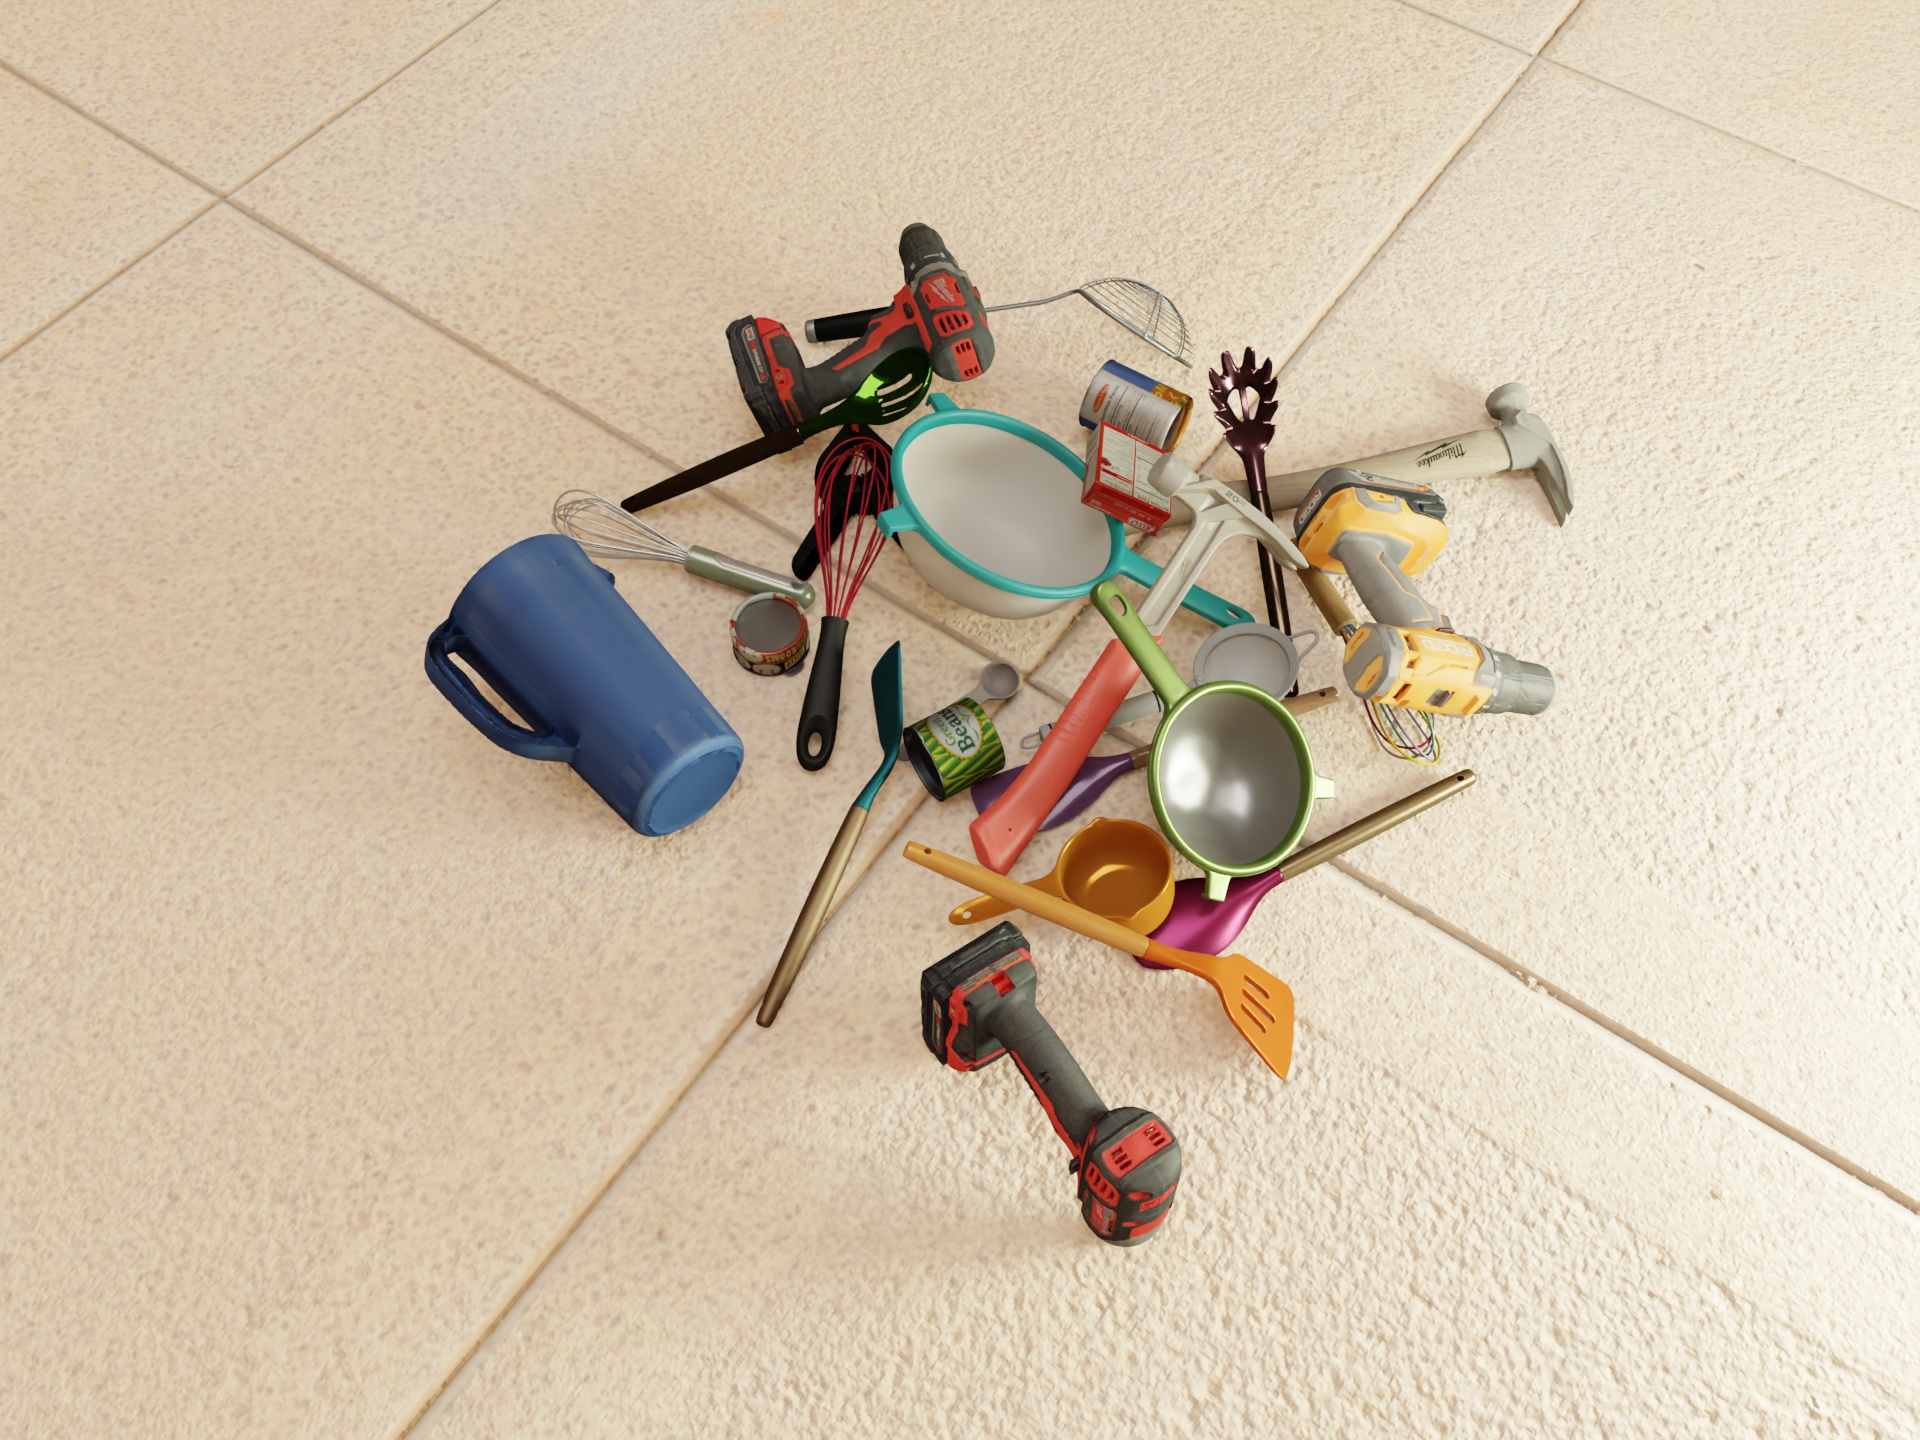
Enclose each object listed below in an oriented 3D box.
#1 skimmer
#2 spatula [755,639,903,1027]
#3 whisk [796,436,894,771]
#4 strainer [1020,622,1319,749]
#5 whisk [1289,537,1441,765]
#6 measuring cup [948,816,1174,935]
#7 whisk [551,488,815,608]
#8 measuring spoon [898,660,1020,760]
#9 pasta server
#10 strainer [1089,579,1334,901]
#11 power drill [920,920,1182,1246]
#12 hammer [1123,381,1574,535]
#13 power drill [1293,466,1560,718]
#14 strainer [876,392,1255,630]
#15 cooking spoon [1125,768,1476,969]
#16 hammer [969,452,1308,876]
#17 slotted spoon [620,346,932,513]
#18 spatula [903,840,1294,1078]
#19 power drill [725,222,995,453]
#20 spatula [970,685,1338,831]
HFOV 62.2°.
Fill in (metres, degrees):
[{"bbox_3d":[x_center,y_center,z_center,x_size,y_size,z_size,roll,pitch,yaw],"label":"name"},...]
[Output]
[{"bbox_3d":[0.034,-0.356,1.496,0.363,0.127,0.090,-4,102,11],"label":"skimmer"},{"bbox_3d":[-0.099,0.087,1.236,0.044,0.082,0.318,27,65,-10],"label":"spatula"},{"bbox_3d":[-0.100,-0.101,1.319,0.073,0.073,0.296,7,75,4],"label":"whisk"},{"bbox_3d":[0.171,-0.019,1.304,0.258,0.050,0.087,-17,55,-4],"label":"strainer"},{"bbox_3d":[0.331,-0.061,1.328,0.047,0.051,0.245,-21,58,-6],"label":"whisk"},{"bbox_3d":[0.079,0.137,1.206,0.173,0.052,0.095,-17,50,3],"label":"measuring cup"},{"bbox_3d":[-0.241,-0.144,1.376,0.246,0.059,0.058,19,33,6],"label":"whisk"},{"bbox_3d":[-0.002,-0.004,1.312,0.124,0.018,0.034,-38,72,-13],"label":"measuring spoon"},{"bbox_3d":[0.260,-0.172,1.363,0.060,0.040,0.316,-8,71,10],"label":"pasta server"},{"bbox_3d":[0.166,0.004,1.228,0.151,0.069,0.256,-39,98,-24],"label":"strainer"},{"bbox_3d":[0.064,0.258,1.088,0.078,0.143,0.220,-29,57,-21],"label":"power drill"},{"bbox_3d":[0.336,-0.206,1.418,0.410,0.038,0.146,-11,61,-6],"label":"hammer"},{"bbox_3d":[0.381,-0.096,1.302,0.185,0.084,0.226,8,47,-21],"label":"power drill"},{"bbox_3d":[0.083,-0.130,1.350,0.340,0.095,0.211,26,45,-9],"label":"strainer"},{"bbox_3d":[0.269,0.108,1.239,0.319,0.017,0.069,-25,62,-13],"label":"cooking spoon"},{"bbox_3d":[0.127,-0.029,1.258,0.149,0.037,0.359,36,81,-13],"label":"hammer"},{"bbox_3d":[-0.160,-0.242,1.379,0.314,0.031,0.070,-20,57,16],"label":"slotted spoon"},{"bbox_3d":[0.105,0.158,1.133,0.322,0.041,0.081,24,46,-7],"label":"spatula"},{"bbox_3d":[-0.092,-0.355,1.443,0.226,0.080,0.188,-21,55,4],"label":"power drill"},{"bbox_3d":[0.162,0.027,1.288,0.316,0.018,0.060,-18,64,-9],"label":"spatula"}]
